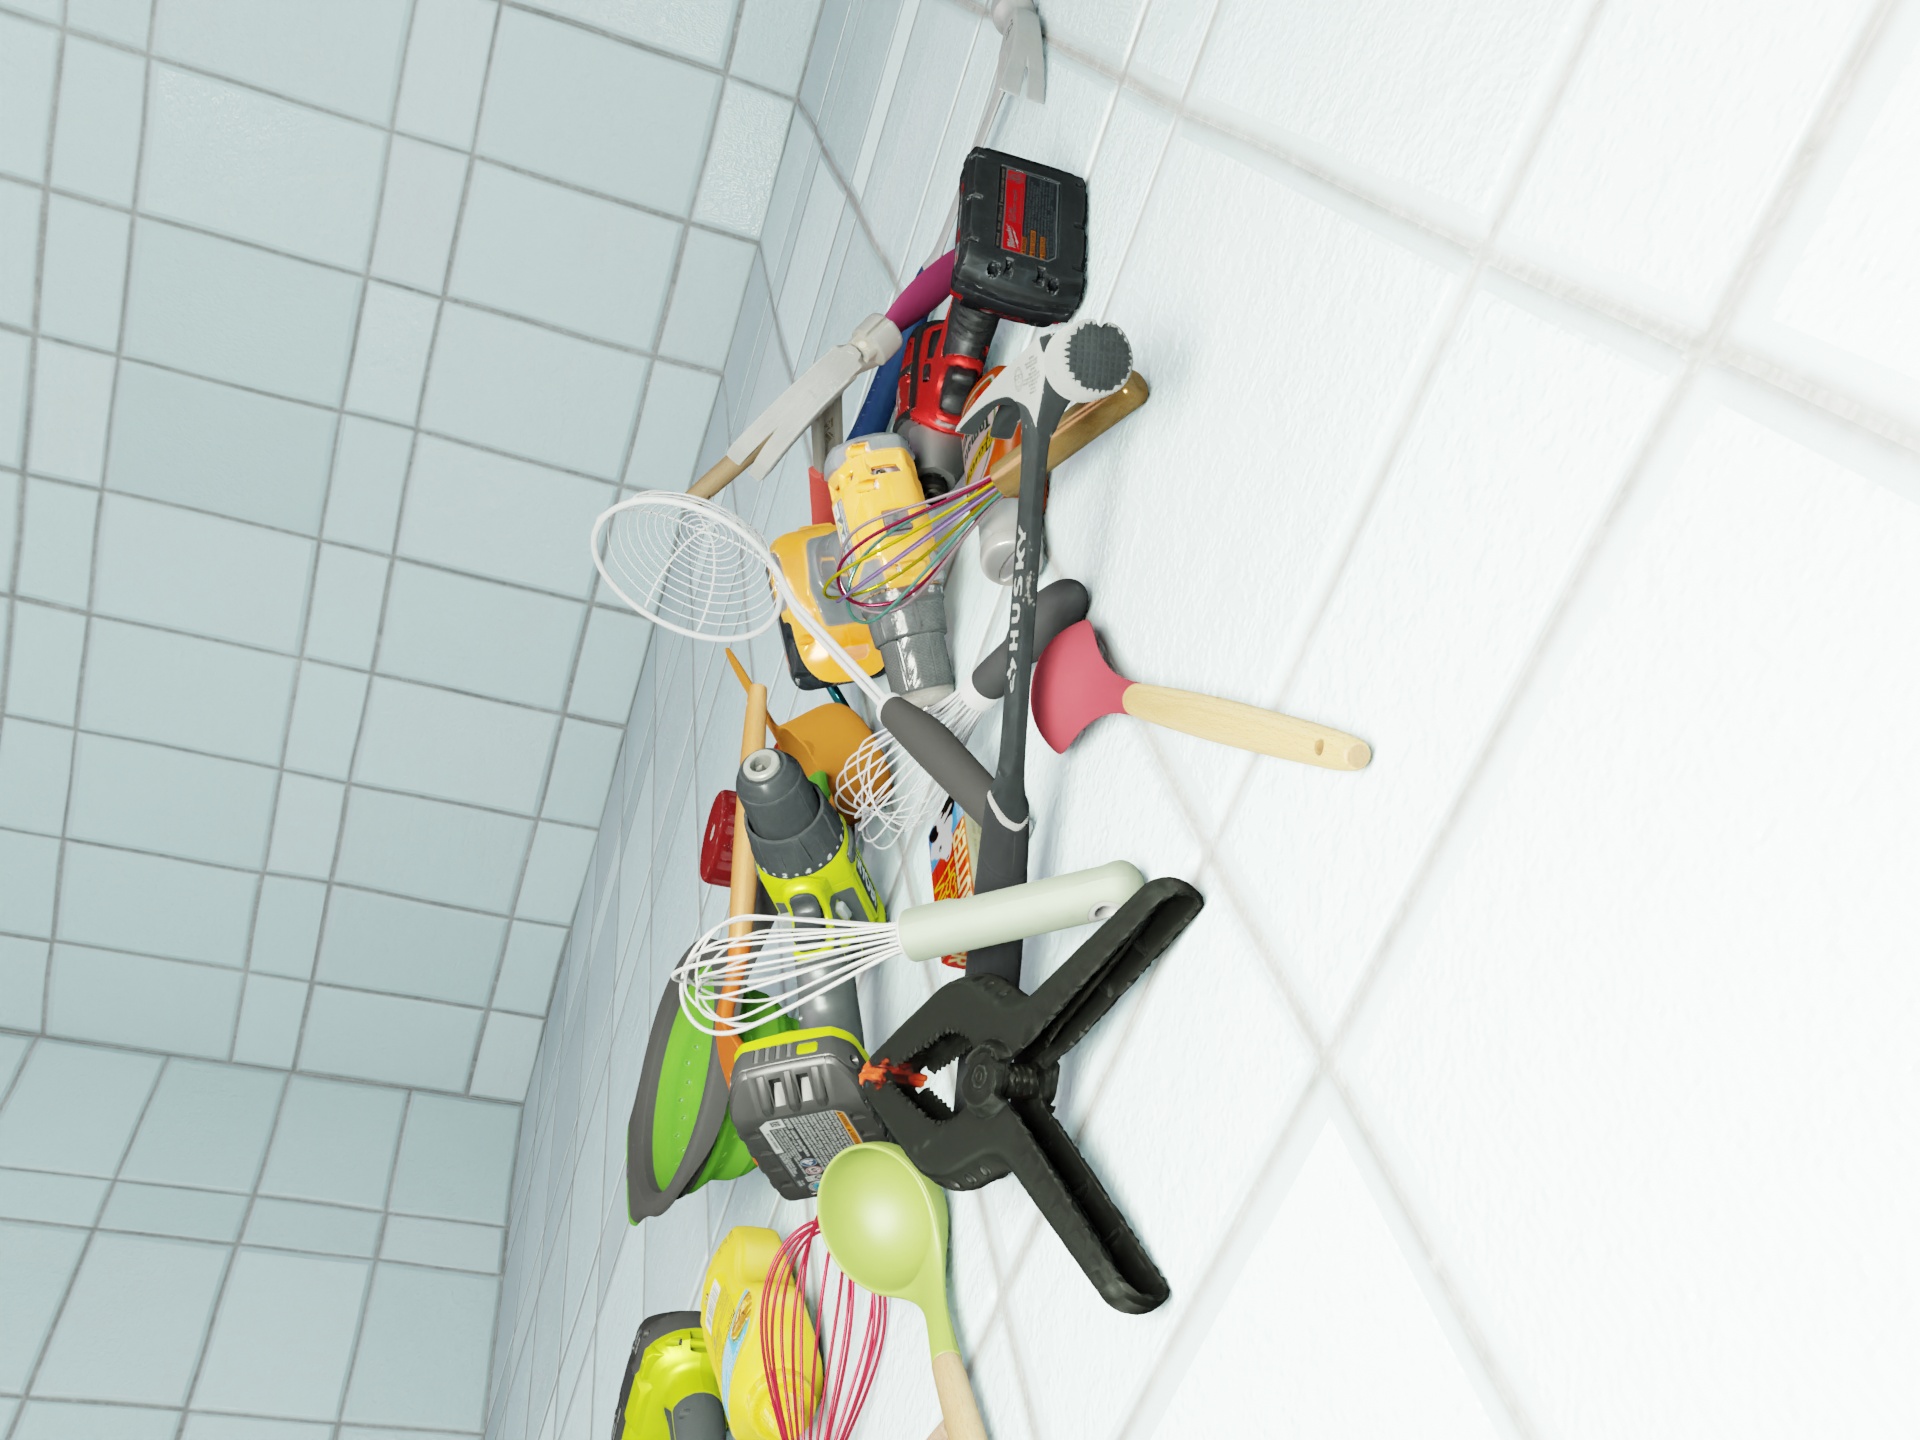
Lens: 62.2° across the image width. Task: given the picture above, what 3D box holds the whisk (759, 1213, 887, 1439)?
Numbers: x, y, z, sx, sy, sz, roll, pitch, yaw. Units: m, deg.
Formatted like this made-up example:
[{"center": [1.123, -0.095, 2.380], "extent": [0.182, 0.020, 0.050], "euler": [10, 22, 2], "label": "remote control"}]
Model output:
[{"center": [-0.083, 0.418, 0.880], "extent": [0.073, 0.073, 0.296], "euler": [160, 115, -71], "label": "whisk"}]

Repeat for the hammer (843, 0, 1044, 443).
[{"center": [-0.021, -0.373, 1.293], "extent": [0.144, 0.035, 0.405], "euler": [-95, 24, -47], "label": "hammer"}]

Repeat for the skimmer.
[{"center": [-0.098, -0.024, 0.935], "extent": [0.364, 0.090, 0.127], "euler": [44, 159, 37], "label": "skimmer"}]

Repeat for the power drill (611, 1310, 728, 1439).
[{"center": [-0.188, 0.535, 1.100], "extent": [0.223, 0.080, 0.171], "euler": [-135, 60, -67], "label": "power drill"}]

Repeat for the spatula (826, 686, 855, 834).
[{"center": [-0.097, 0.078, 1.191], "extent": [0.082, 0.044, 0.318], "euler": [60, -154, -57], "label": "spatula"}]

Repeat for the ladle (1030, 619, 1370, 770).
[{"center": [0.087, -0.005, 0.685], "extent": [0.315, 0.031, 0.069], "euler": [-160, 81, -72], "label": "ladle"}]

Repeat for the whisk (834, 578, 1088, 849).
[{"center": [-0.002, -0.004, 0.927], "extent": [0.284, 0.070, 0.070], "euler": [-47, 34, 50], "label": "whisk"}]

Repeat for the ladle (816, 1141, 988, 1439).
[{"center": [-0.011, 0.310, 0.722], "extent": [0.078, 0.062, 0.320], "euler": [-65, 22, 17], "label": "ladle"}]

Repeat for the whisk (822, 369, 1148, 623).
[{"center": [0.007, -0.121, 0.881], "extent": [0.245, 0.047, 0.051], "euler": [-31, 45, 38], "label": "whisk"}]

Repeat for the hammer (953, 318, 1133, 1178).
[{"center": [0.021, 0.022, 0.772], "extent": [0.149, 0.036, 0.409], "euler": [-173, 88, -71], "label": "hammer"}]

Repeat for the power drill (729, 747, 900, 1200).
[{"center": [-0.089, 0.146, 0.945], "extent": [0.190, 0.080, 0.229], "euler": [71, -171, -47], "label": "power drill"}]

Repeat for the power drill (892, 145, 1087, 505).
[{"center": [0.008, -0.249, 1.044], "extent": [0.219, 0.078, 0.143], "euler": [123, 156, -56], "label": "power drill"}]

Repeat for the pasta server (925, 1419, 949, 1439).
[{"center": [-0.076, 0.460, 0.803], "extent": [0.316, 0.060, 0.040], "euler": [-59, 13, 24], "label": "pasta server"}]

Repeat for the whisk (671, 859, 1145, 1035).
[{"center": [-0.030, 0.100, 0.732], "extent": [0.246, 0.057, 0.059], "euler": [-16, 58, 23], "label": "whisk"}]

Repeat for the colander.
[{"center": [-0.140, 0.207, 1.159], "extent": [0.397, 0.094, 0.205], "euler": [-63, 24, 26], "label": "colander"}]

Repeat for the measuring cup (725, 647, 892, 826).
[{"center": [-0.109, 0.000, 1.146], "extent": [0.174, 0.052, 0.095], "euler": [54, 160, 26], "label": "measuring cup"}]

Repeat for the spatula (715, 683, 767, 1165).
[{"center": [-0.134, 0.124, 1.044], "extent": [0.081, 0.041, 0.323], "euler": [128, 146, -60], "label": "spatula"}]

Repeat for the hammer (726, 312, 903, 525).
[{"center": [-0.109, -0.176, 1.242], "extent": [0.149, 0.037, 0.359], "euler": [-48, -8, -14], "label": "hammer"}]

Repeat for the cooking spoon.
[{"center": [-0.088, -0.256, 1.171], "extent": [0.319, 0.017, 0.068], "euler": [-46, -6, -23], "label": "cooking spoon"}]

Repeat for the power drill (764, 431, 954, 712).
[{"center": [-0.066, -0.079, 1.115], "extent": [0.226, 0.084, 0.185], "euler": [149, 108, -69], "label": "power drill"}]
